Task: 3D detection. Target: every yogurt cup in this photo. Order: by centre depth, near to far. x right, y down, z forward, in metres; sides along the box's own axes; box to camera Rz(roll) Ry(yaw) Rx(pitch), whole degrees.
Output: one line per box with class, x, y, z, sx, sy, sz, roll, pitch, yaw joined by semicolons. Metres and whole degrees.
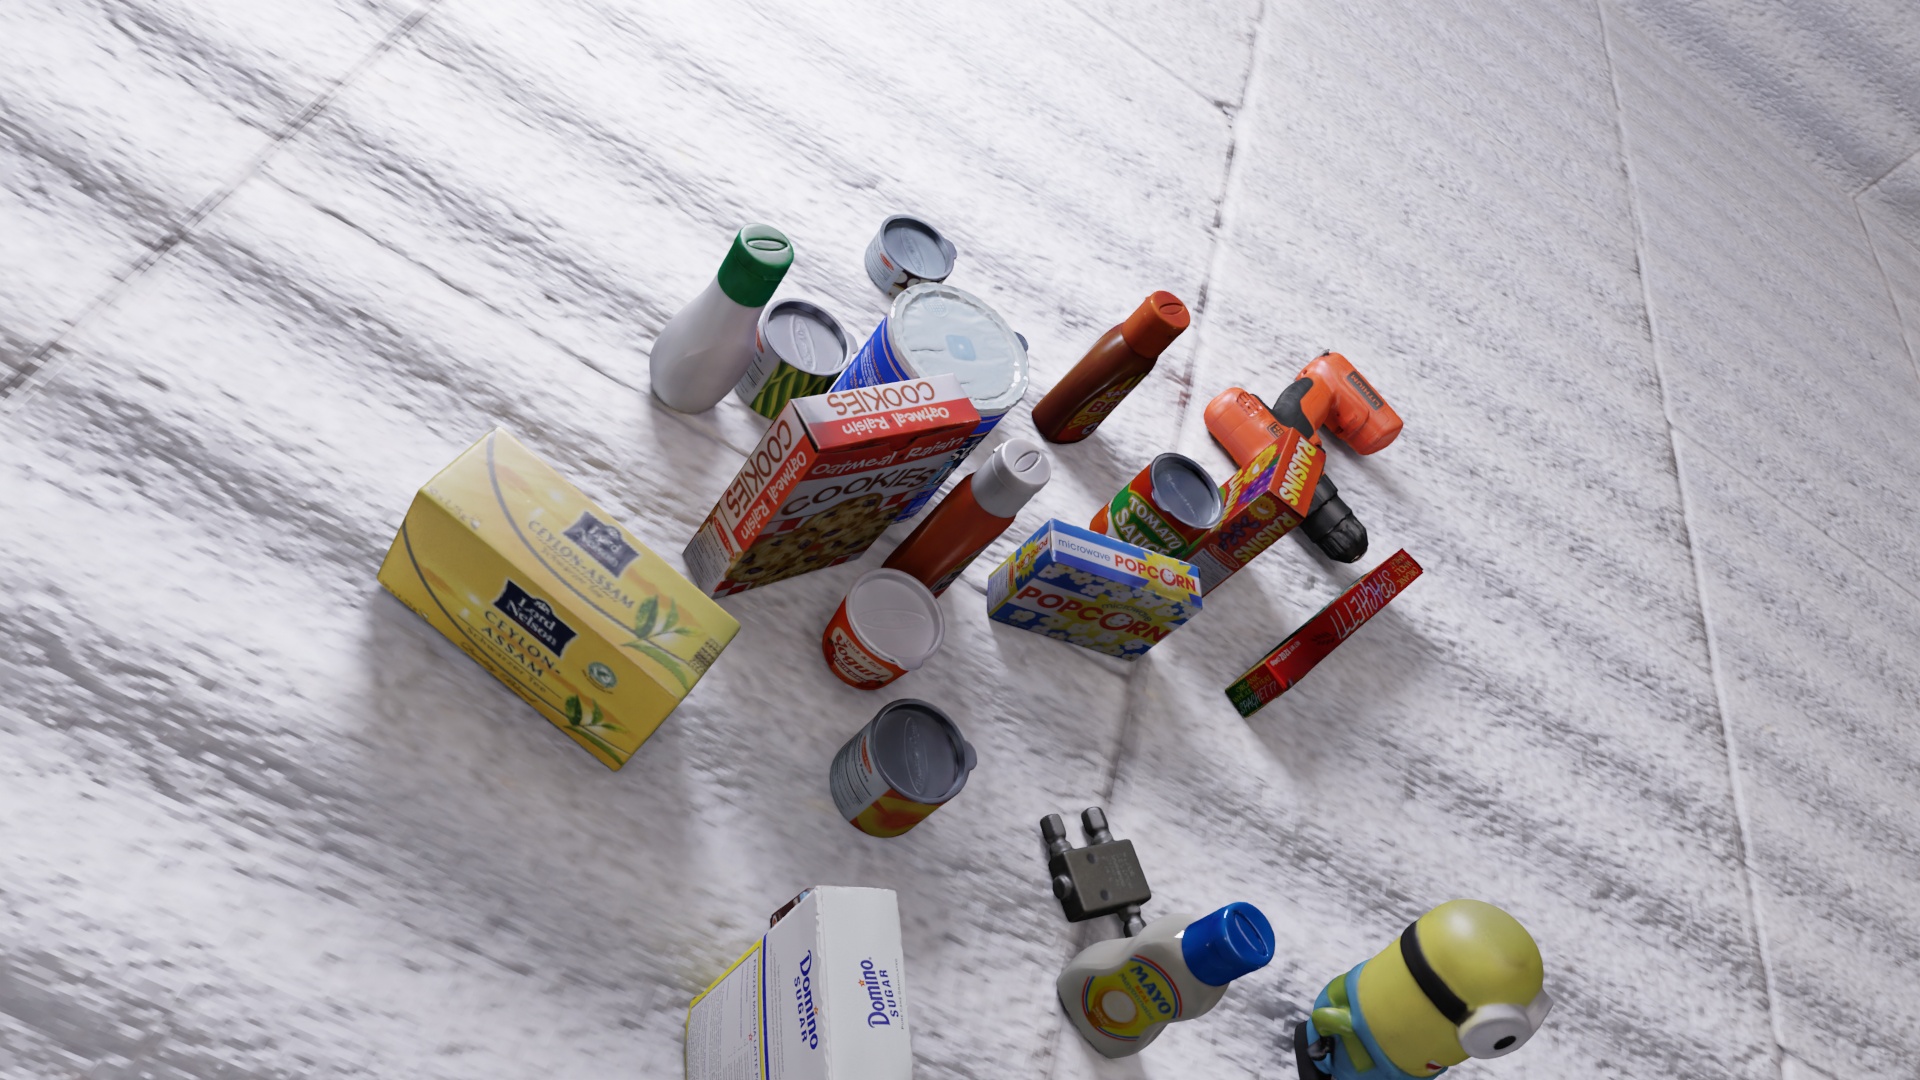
yogurt cup;-0.051;0.058;0.872;0.072;0.053;0.073;19;50;-24

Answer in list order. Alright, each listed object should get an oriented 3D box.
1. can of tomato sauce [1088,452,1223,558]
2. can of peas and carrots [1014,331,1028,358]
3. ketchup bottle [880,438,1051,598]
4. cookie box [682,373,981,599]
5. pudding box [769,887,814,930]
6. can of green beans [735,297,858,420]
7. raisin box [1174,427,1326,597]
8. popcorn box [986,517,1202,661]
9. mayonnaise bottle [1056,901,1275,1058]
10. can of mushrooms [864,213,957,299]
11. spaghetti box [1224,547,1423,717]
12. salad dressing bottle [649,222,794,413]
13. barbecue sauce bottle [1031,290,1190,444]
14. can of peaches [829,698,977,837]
can of tomato sauce;0.145;-0.015;1.043;0.071;0.082;0.071;19;50;-24
can of peas and carrots;0.010;-0.130;1.049;0.071;0.058;0.071;19;50;-24
ketchup bottle;0.003;-0.011;0.894;0.043;0.148;0.065;47;45;3
cookie box;-0.079;-0.031;0.838;0.123;0.166;0.040;-16;69;-41
pudding box;-0.075;0.231;0.733;0.030;0.049;0.084;9;54;-30
can of green beans;-0.117;-0.123;0.956;0.071;0.057;0.071;19;50;-24
raisin box;0.221;-0.020;1.071;0.040;0.122;0.086;39;45;-6
popcorn box;0.093;0.036;0.968;0.127;0.084;0.038;18;50;-24
mayonnaise bottle;0.117;0.245;0.787;0.041;0.147;0.065;-27;77;-44
can of mushrooms;-0.039;-0.223;1.100;0.071;0.033;0.071;18;50;-23
spaghetti box;0.296;0.069;1.110;0.251;0.050;0.029;-28;78;-44
salad dressing bottle;-0.151;-0.139;0.881;0.064;0.147;0.044;-6;63;-38
barbecue sauce bottle;0.117;-0.132;1.062;0.065;0.147;0.044;-18;70;-42
can of peaches;-0.035;0.136;0.824;0.071;0.057;0.071;19;50;-24
